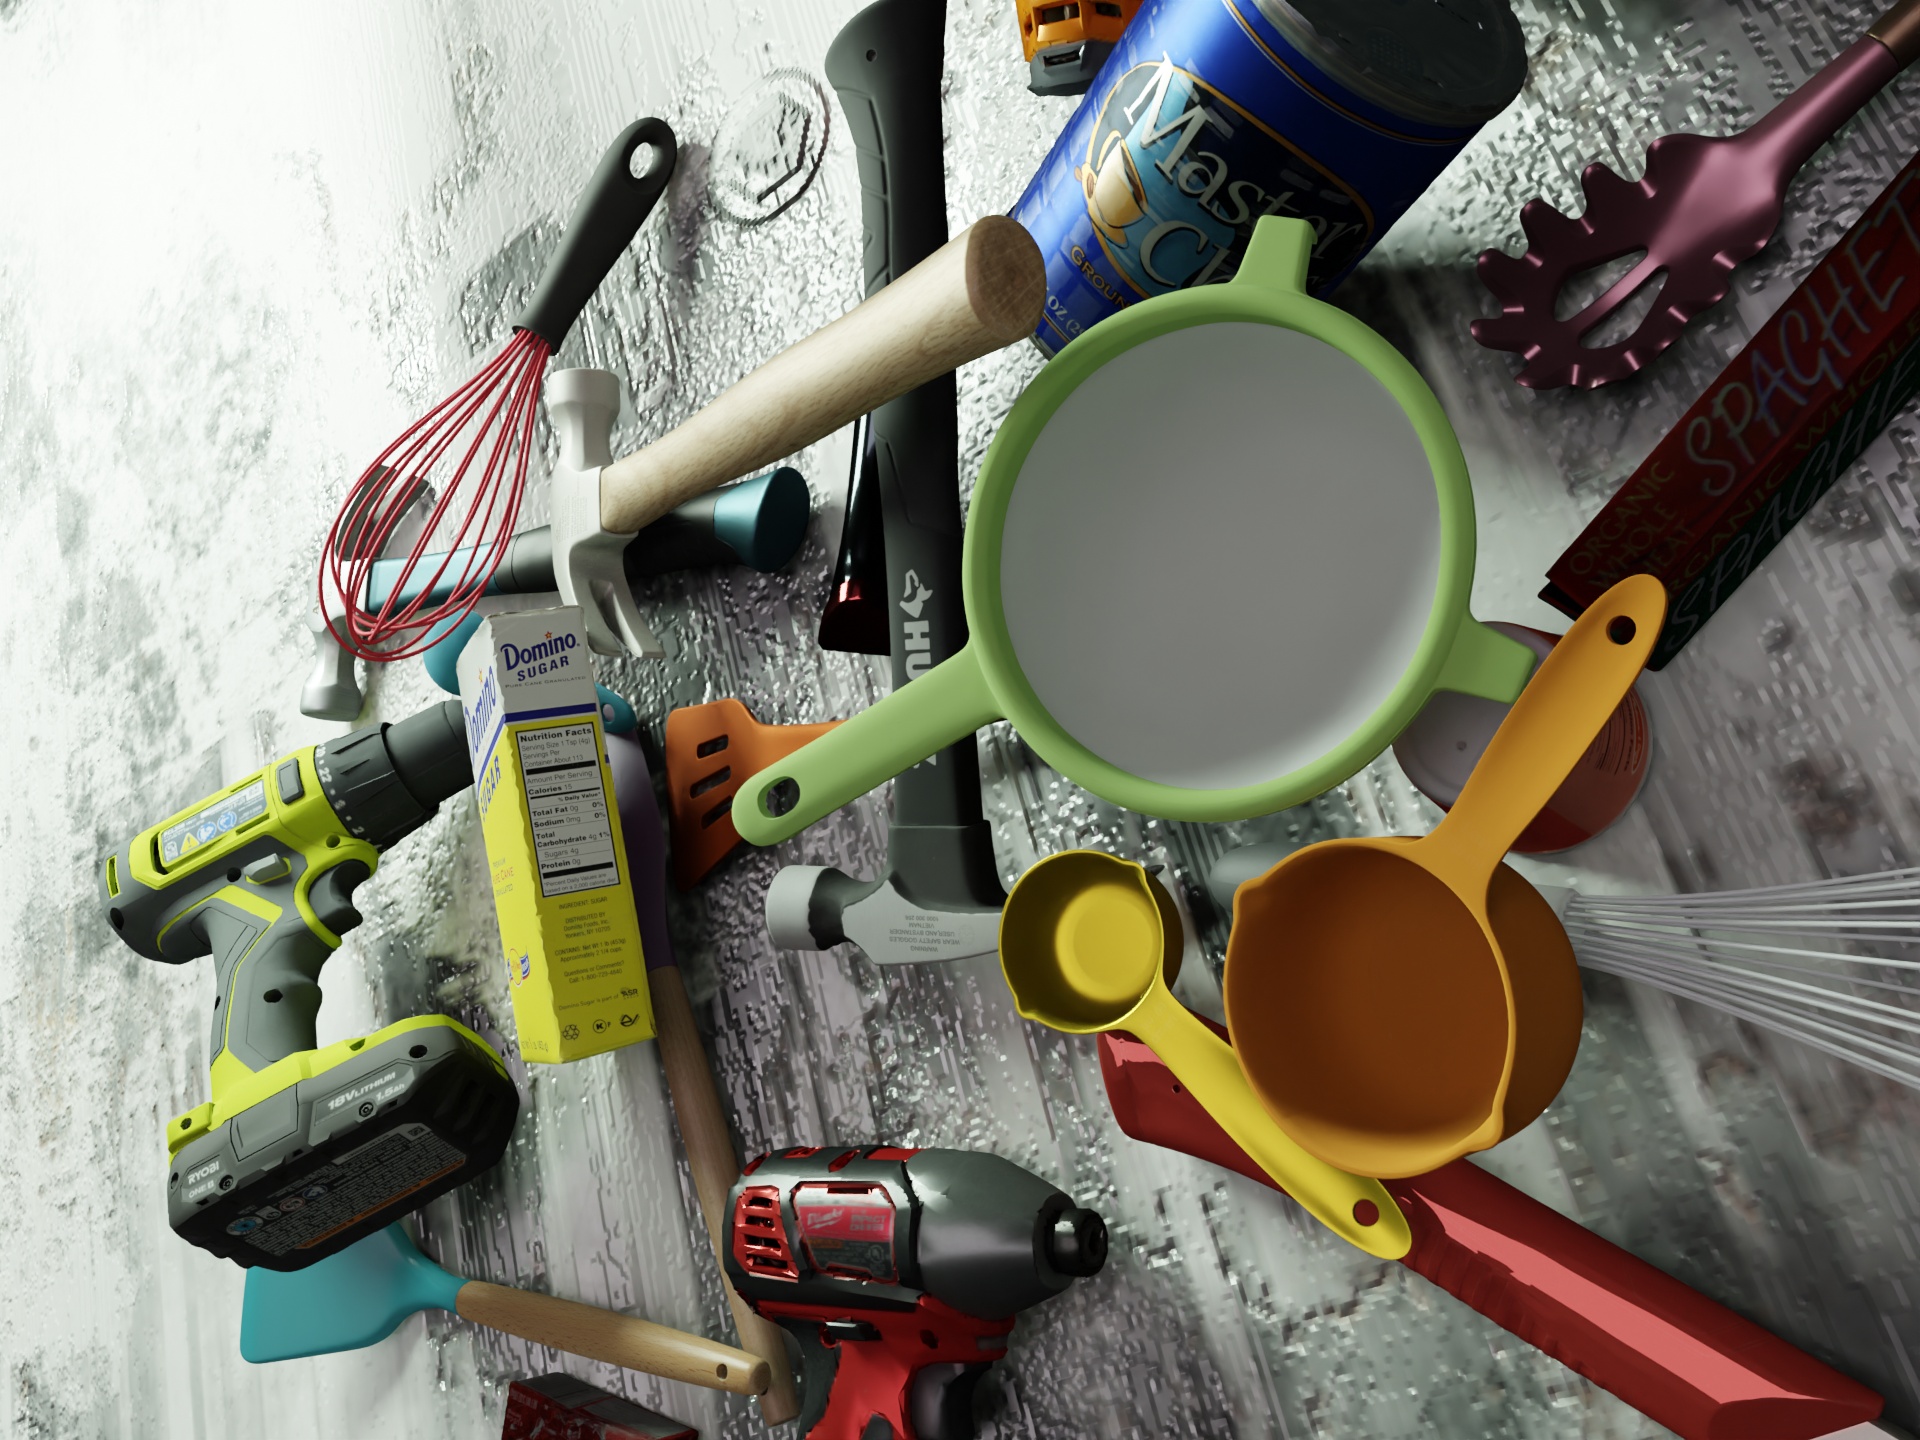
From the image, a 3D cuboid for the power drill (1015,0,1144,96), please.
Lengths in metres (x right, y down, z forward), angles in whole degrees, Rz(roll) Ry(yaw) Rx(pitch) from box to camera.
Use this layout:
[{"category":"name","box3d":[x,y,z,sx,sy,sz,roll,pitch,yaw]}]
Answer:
[{"category":"power drill","box3d":[0.107,-0.305,0.518,0.226,0.084,0.164,5,117,36]}]

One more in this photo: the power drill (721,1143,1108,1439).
[{"category":"power drill","box3d":[-0.015,0.253,0.524,0.143,0.078,0.220,-10,71,33]}]

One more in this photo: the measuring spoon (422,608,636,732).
[{"category":"measuring spoon","box3d":[-0.200,-0.017,0.720,0.129,0.021,0.042,20,110,28]}]

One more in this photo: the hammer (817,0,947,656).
[{"category":"hammer","box3d":[-0.022,-0.219,0.632,0.038,0.143,0.386,5,93,-1]}]

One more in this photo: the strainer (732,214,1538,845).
[{"category":"strainer","box3d":[0.039,-0.022,0.494,0.256,0.069,0.151,-30,75,26]}]

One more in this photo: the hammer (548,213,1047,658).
[{"category":"hammer","box3d":[-0.078,-0.101,0.565,0.331,0.031,0.130,-10,81,55]}]

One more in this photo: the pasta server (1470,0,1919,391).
[{"category":"pasta server","box3d":[0.277,-0.207,0.436,0.316,0.040,0.060,-42,71,20]}]

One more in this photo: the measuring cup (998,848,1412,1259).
[{"category":"measuring cup","box3d":[0.076,0.100,0.480,0.157,0.029,0.062,43,103,25]}]

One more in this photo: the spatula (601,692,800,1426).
[{"category":"spatula","box3d":[-0.119,0.129,0.659,0.059,0.018,0.316,-38,59,27]}]

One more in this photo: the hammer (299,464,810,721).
[{"category":"hammer","box3d":[-0.205,-0.074,0.757,0.331,0.033,0.128,-5,78,35]}]

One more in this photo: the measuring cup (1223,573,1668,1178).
[{"category":"measuring cup","box3d":[0.138,0.040,0.411,0.095,0.052,0.173,45,119,37]}]

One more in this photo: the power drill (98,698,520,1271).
[{"category":"power drill","box3d":[-0.275,0.102,0.704,0.190,0.080,0.229,-28,52,-2]}]

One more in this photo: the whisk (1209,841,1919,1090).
[{"category":"whisk","box3d":[0.191,0.060,0.431,0.285,0.070,0.070,5,83,42]}]

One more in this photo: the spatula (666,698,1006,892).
[{"category":"spatula","box3d":[-0.001,-0.002,0.601,0.322,0.041,0.081,-15,73,28]}]

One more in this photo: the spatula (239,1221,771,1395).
[{"category":"spatula","box3d":[-0.200,0.250,0.667,0.317,0.044,0.082,-6,74,39]}]

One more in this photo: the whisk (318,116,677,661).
[{"category":"whisk","box3d":[-0.204,-0.158,0.730,0.073,0.073,0.296,13,71,37]}]

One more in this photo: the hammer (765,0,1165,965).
[{"category":"hammer","box3d":[-0.009,-0.081,0.556,0.146,0.035,0.335,-1,94,27]}]

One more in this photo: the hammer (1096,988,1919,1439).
[{"category":"hammer","box3d":[0.188,0.156,0.420,0.359,0.036,0.149,26,96,36]}]
